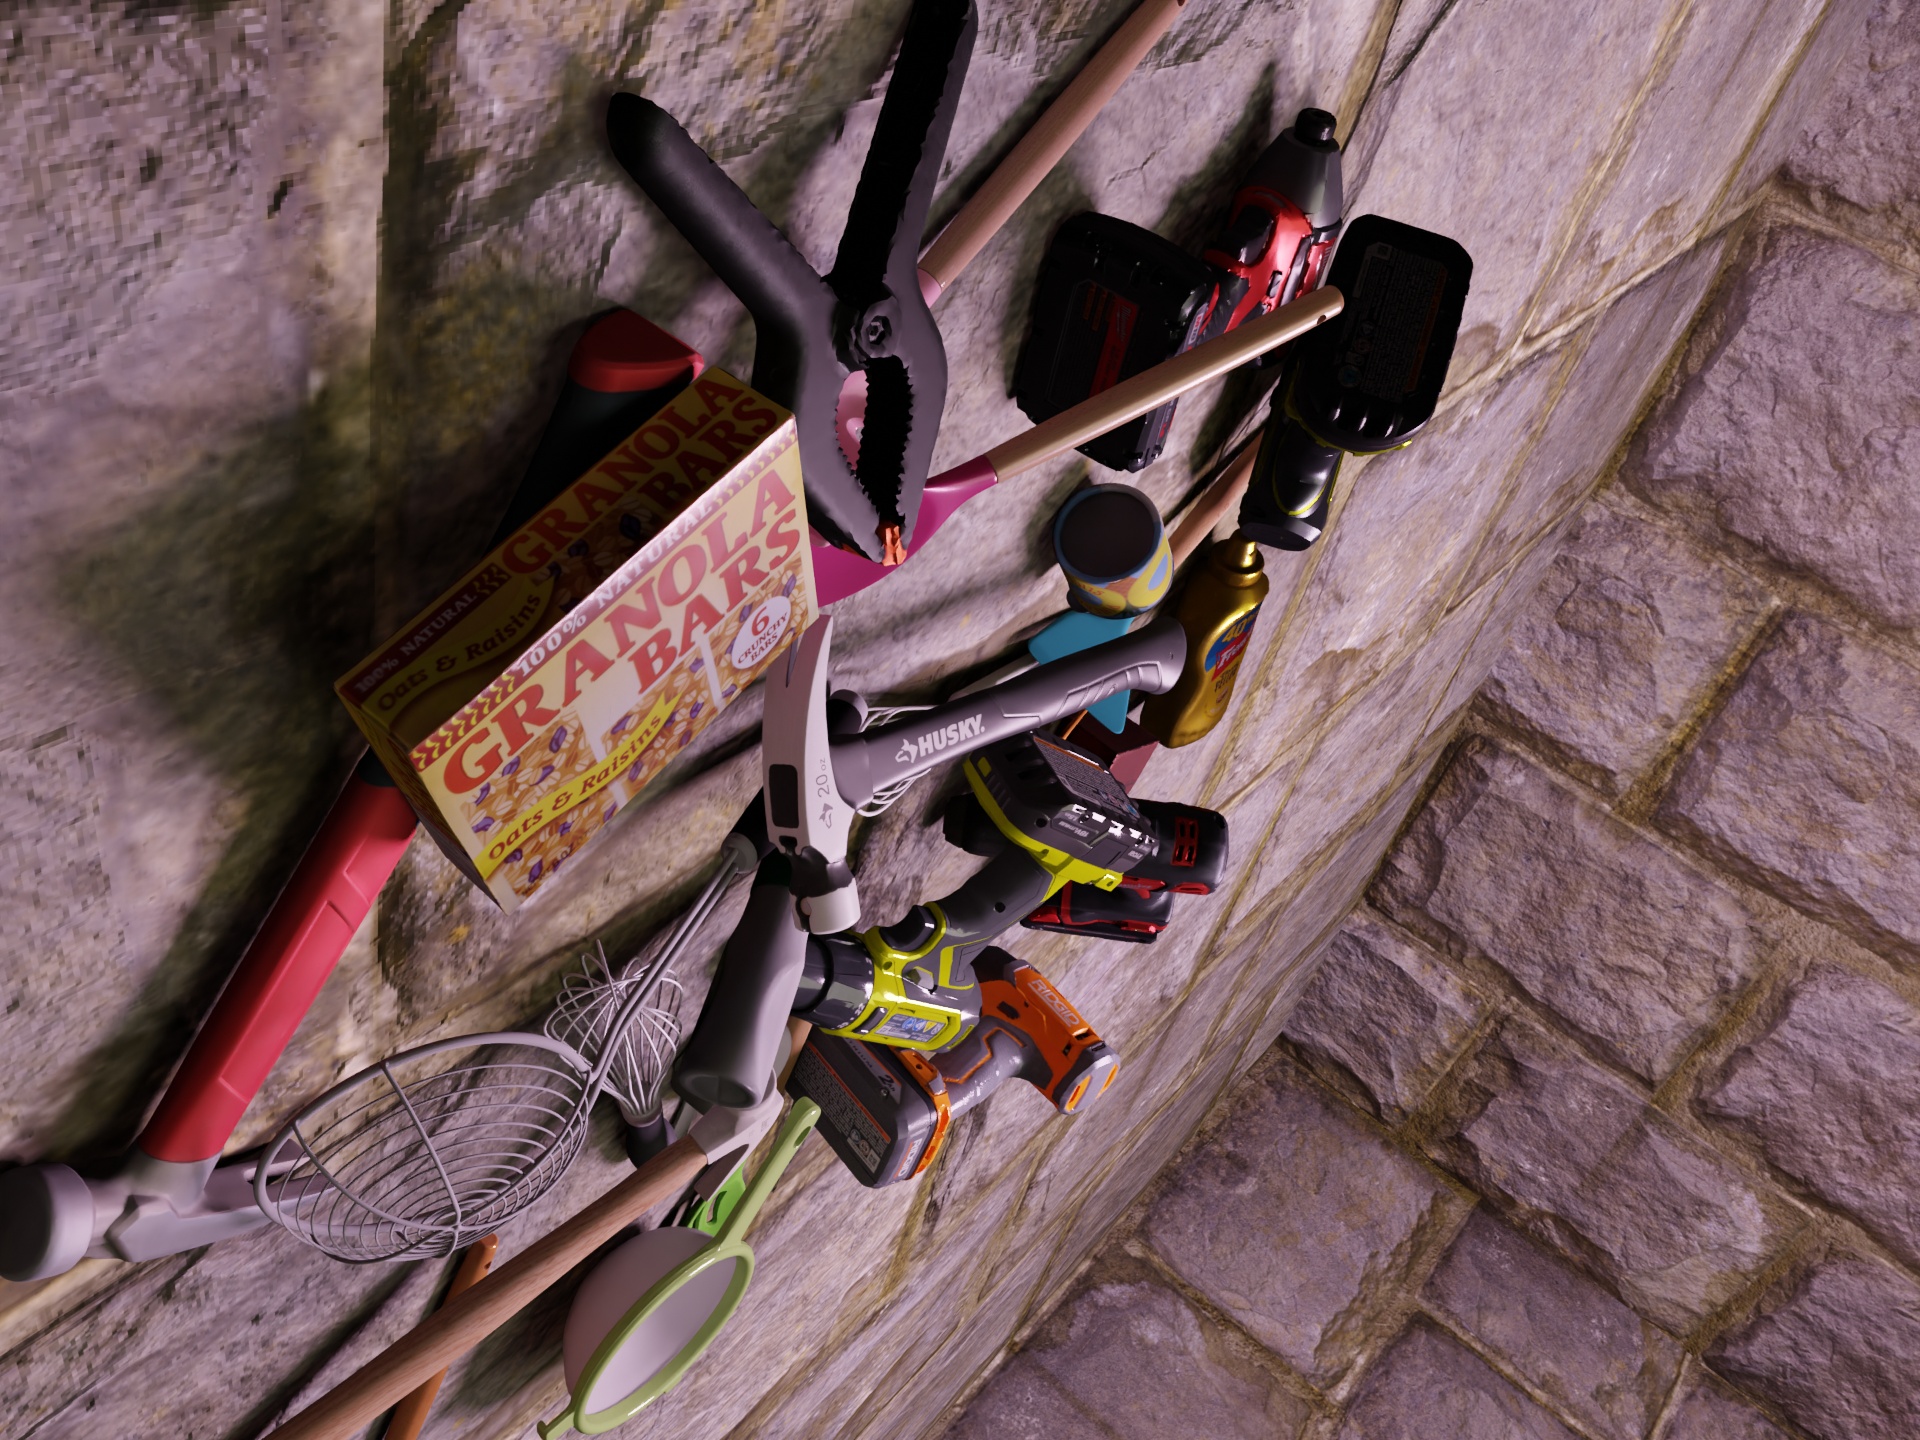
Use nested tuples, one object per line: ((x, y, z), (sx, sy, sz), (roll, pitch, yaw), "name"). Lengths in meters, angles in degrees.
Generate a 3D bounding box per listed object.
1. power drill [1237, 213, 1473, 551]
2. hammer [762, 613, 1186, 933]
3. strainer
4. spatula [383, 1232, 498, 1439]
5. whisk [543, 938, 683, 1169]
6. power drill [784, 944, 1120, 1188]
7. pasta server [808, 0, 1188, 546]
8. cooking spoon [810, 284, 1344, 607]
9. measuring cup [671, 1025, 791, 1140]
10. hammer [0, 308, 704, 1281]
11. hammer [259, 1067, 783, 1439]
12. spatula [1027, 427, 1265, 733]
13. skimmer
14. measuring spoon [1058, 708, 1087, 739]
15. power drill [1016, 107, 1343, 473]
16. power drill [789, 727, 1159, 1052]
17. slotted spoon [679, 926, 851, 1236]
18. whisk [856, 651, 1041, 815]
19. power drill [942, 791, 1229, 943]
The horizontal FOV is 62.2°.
((0.238, -0.215, 0.996), (0.223, 0.080, 0.171), (102, 6, -82), "power drill")
((0.022, -0.011, 0.849), (0.334, 0.035, 0.146), (-21, 108, -47), "hammer")
((-0.181, 0.336, 1.028), (0.256, 0.069, 0.151), (-57, 156, 5), "strainer")
((-0.316, 0.420, 0.910), (0.081, 0.041, 0.322), (-11, 132, -59), "spatula")
((-0.175, 0.195, 0.858), (0.070, 0.070, 0.284), (-43, 161, -27), "whisk")
((-0.011, 0.231, 1.143), (0.226, 0.164, 0.084), (-10, 133, -44), "power drill")
((0.008, -0.201, 0.664), (0.316, 0.040, 0.060), (-52, 140, -11), "pasta server")
((0.036, -0.125, 0.721), (0.319, 0.017, 0.068), (-27, 151, -7), "cooking spoon")
((-0.155, 0.248, 0.989), (0.083, 0.038, 0.167), (-10, 130, -61), "measuring cup")
((-0.198, 0.030, 0.577), (0.386, 0.038, 0.143), (-57, 160, 7), "hammer")
((-0.233, 0.296, 0.835), (0.331, 0.031, 0.130), (-34, 161, -20), "hammer")
((0.154, -0.119, 1.075), (0.317, 0.082, 0.044), (-49, -173, -25), "spatula")
((-0.154, 0.087, 0.711), (0.363, 0.090, 0.127), (-57, 167, -45), "skimmer")
((0.075, 0.015, 1.130), (0.117, 0.011, 0.021), (-53, -177, 29), "measuring spoon")
((0.129, -0.229, 0.828), (0.220, 0.079, 0.143), (-39, 154, -41), "power drill")
((-0.010, 0.109, 0.960), (0.228, 0.080, 0.190), (-46, 142, 16), "power drill")
((-0.132, 0.256, 1.070), (0.070, 0.031, 0.313), (-17, 136, -58), "slotted spoon")
((-0.001, -0.003, 0.932), (0.246, 0.059, 0.057), (-30, 114, -55), "whisk")
((0.081, 0.098, 1.130), (0.226, 0.188, 0.080), (92, 6, -75), "power drill")
